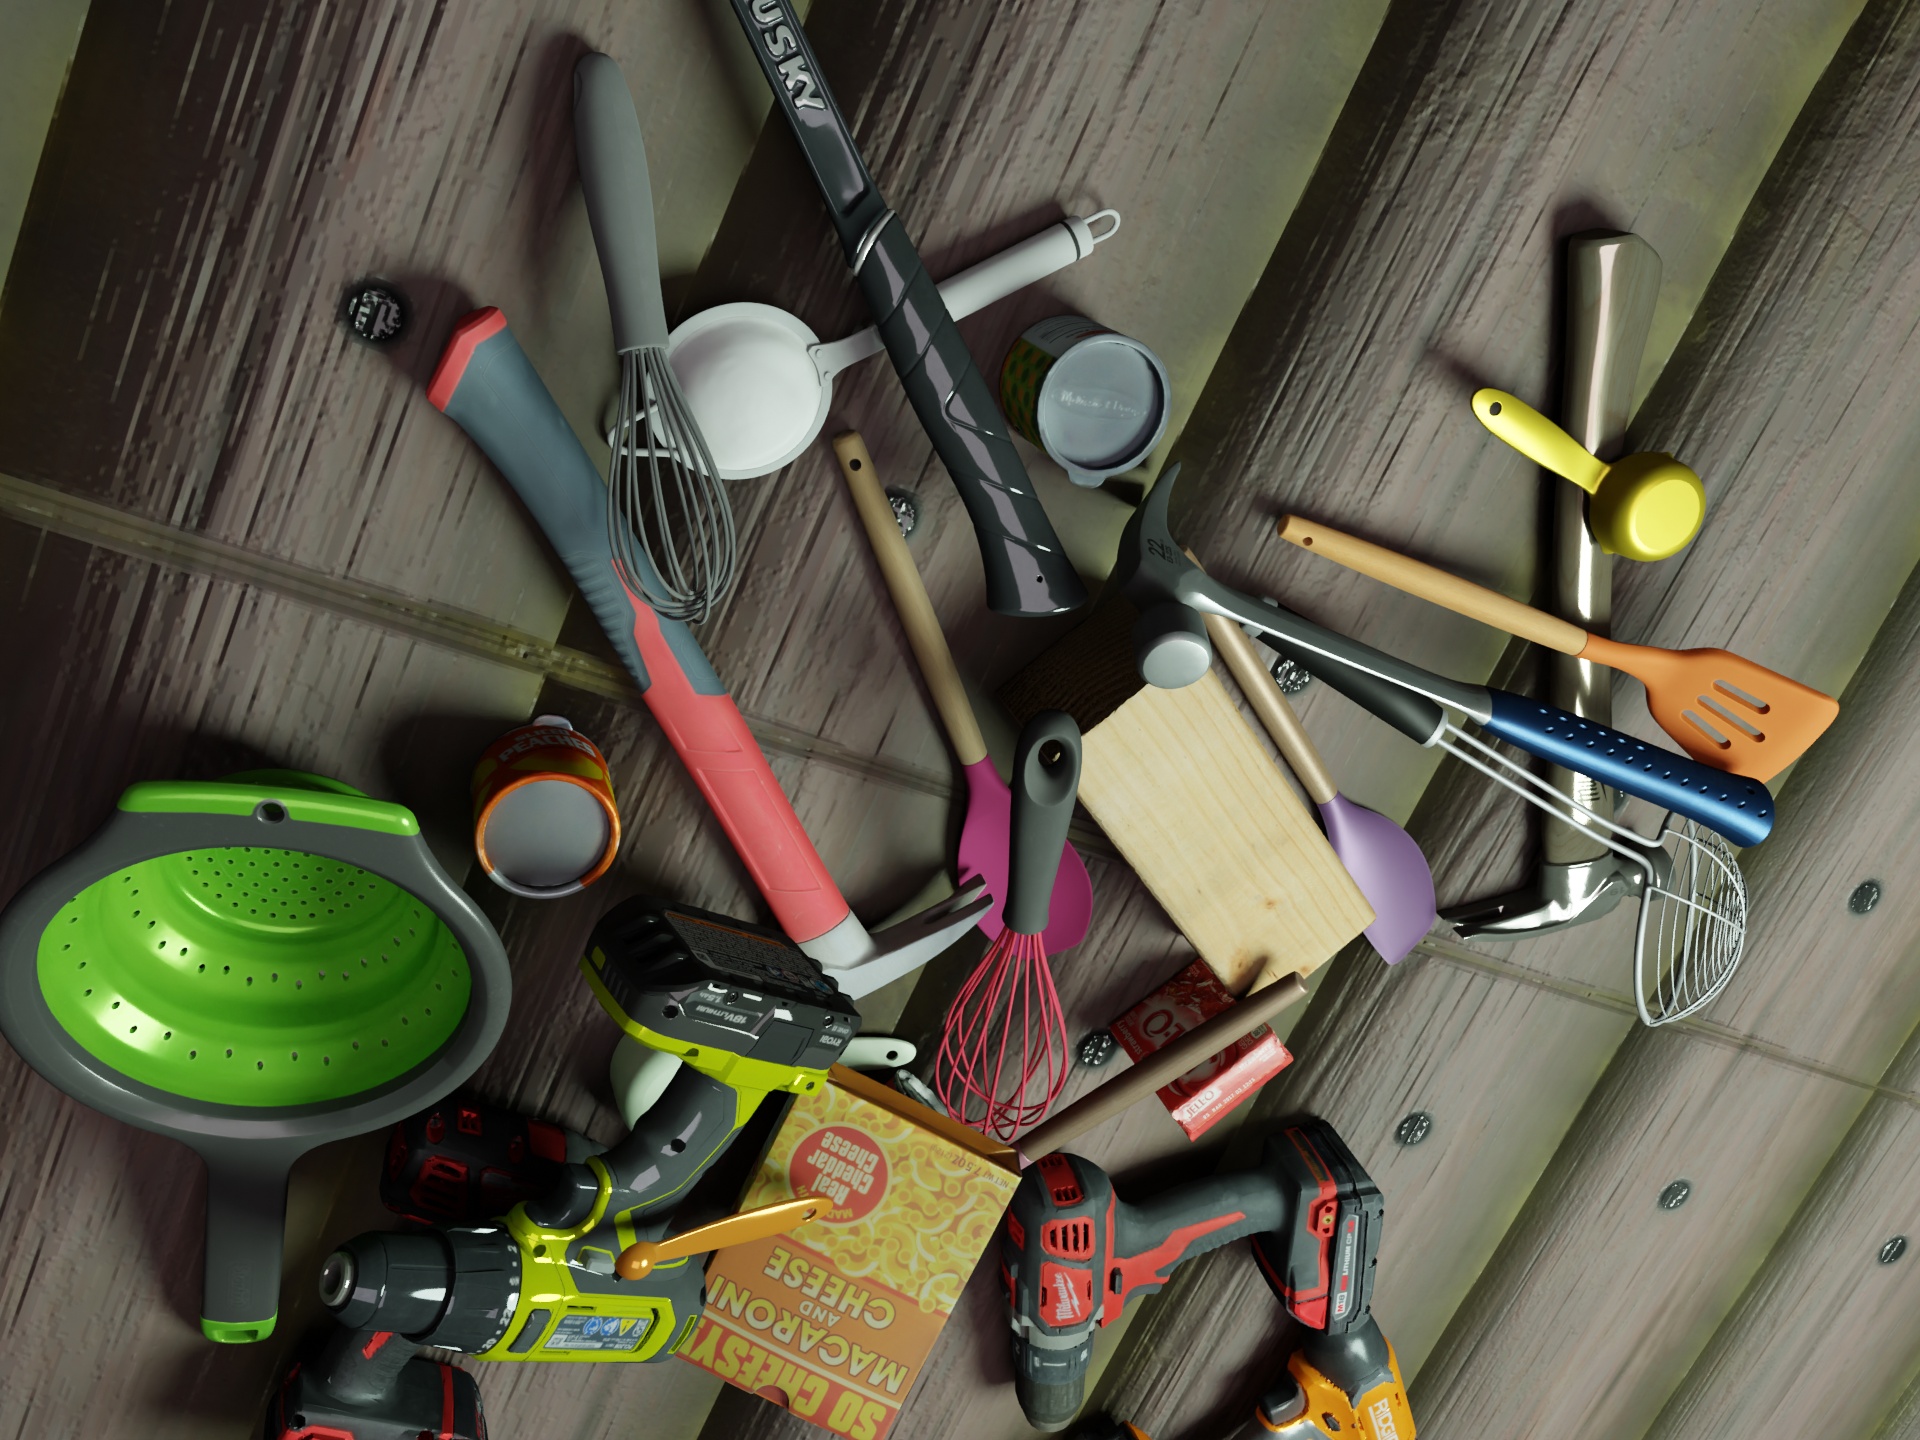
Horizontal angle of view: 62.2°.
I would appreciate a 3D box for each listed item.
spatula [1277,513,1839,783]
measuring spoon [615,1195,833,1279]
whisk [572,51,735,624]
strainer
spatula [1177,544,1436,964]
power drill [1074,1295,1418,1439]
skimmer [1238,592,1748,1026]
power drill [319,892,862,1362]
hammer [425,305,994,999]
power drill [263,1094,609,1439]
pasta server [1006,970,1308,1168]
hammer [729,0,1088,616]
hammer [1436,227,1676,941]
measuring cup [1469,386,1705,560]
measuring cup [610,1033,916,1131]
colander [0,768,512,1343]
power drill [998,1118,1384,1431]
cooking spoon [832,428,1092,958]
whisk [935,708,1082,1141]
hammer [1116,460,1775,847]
[{"bbox_3d":[0.314,-0.044,0.852,0.322,0.041,0.081,19,132,-14],"label":"spatula"},{"bbox_3d":[-0.109,0.246,0.756,0.117,0.011,0.021,-4,122,-37],"label":"measuring spoon"},{"bbox_3d":[-0.134,-0.158,0.670,0.055,0.055,0.239,-10,97,-14],"label":"whisk"},{"bbox_3d":[-0.038,-0.174,0.722,0.258,0.050,0.086,-29,132,-8],"label":"strainer"},{"bbox_3d":[0.196,0.023,0.892,0.060,0.018,0.315,-44,119,-12],"label":"spatula"},{"bbox_3d":[0.189,0.470,1.046,0.226,0.084,0.164,-25,117,-11],"label":"power drill"},{"bbox_3d":[0.293,0.044,0.881,0.363,0.090,0.127,31,65,-9],"label":"skimmer"},{"bbox_3d":[-0.167,0.201,0.741,0.190,0.080,0.228,25,99,-45],"label":"power drill"},{"bbox_3d":[-0.118,-0.021,0.755,0.143,0.038,0.386,-27,117,-2],"label":"hammer"},{"bbox_3d":[-0.260,0.306,0.832,0.143,0.079,0.219,24,100,-26],"label":"power drill"},{"bbox_3d":[0.062,0.229,0.873,0.316,0.060,0.040,-37,91,20],"label":"pasta server"},{"bbox_3d":[-0.042,-0.223,0.669,0.149,0.036,0.408,-30,109,-7],"label":"hammer"},{"bbox_3d":[0.342,-0.062,0.895,0.146,0.038,0.410,-13,115,-11],"label":"hammer"},{"bbox_3d":[0.326,-0.131,0.825,0.156,0.029,0.062,24,104,-24],"label":"measuring cup"},{"bbox_3d":[-0.102,0.191,0.853,0.167,0.038,0.083,0,112,-16],"label":"measuring cup"},{"bbox_3d":[-0.327,0.152,0.747,0.204,0.095,0.396,7,127,-19],"label":"colander"},{"bbox_3d":[0.133,0.343,0.976,0.226,0.080,0.187,-5,113,-13],"label":"power drill"},{"bbox_3d":[-0.001,-0.003,0.816,0.069,0.017,0.318,-18,117,8],"label":"cooking spoon"},{"bbox_3d":[0.030,0.114,0.804,0.073,0.073,0.295,-6,129,-16],"label":"whisk"},{"bbox_3d":[0.255,-0.016,0.811,0.405,0.144,0.035,19,130,-20],"label":"hammer"}]
